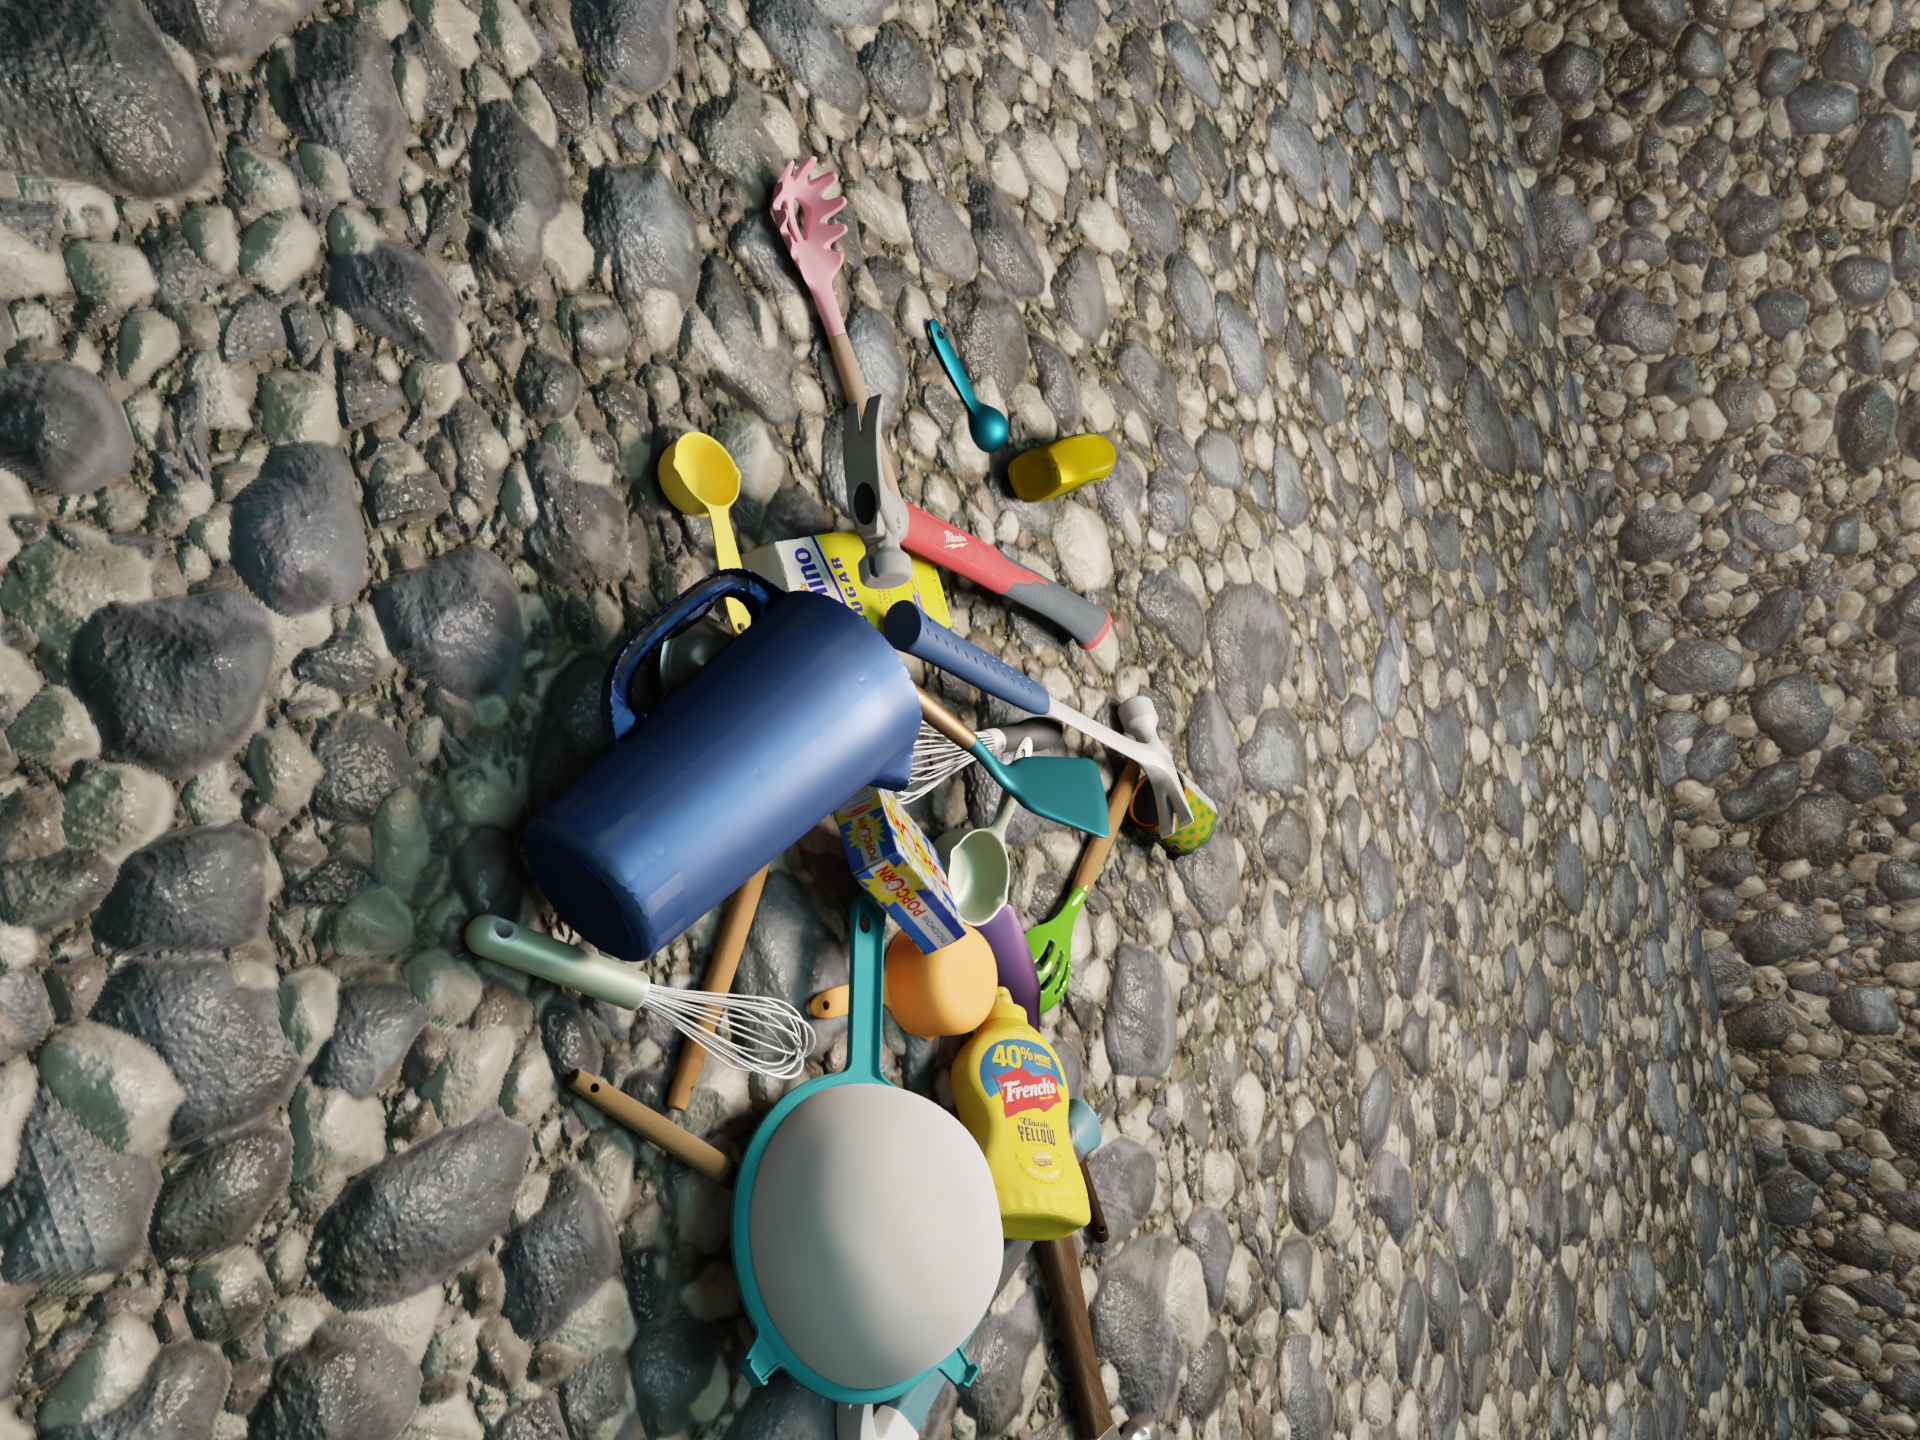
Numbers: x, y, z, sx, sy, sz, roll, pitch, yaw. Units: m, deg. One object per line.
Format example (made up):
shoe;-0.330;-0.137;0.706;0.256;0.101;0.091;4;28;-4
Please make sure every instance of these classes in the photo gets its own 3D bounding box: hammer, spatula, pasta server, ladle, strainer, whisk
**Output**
hammer;0.018;0.422;1.187;0.331;0.033;0.128;-51;118;-36
hammer;0.085;0.466;1.288;0.130;0.031;0.331;-17;94;-52
hammer;0.026;-0.137;1.298;0.386;0.038;0.143;19;60;-58
spatula;0.068;0.298;1.310;0.060;0.018;0.315;-25;106;-18
pasta server;-0.084;-0.277;1.246;0.060;0.040;0.316;-27;104;-38
hammer;0.075;-0.008;1.315;0.405;0.035;0.144;26;38;-50
ladle;-0.139;0.311;1.050;0.319;0.062;0.078;42;58;-29
spatula;-0.002;-0.004;1.183;0.317;0.044;0.082;38;33;-36
spatula;-0.134;0.111;1.089;0.081;0.041;0.323;86;18;-63
strainer;-0.040;0.271;1.061;0.210;0.095;0.341;21;58;-39
whisk;-0.193;0.171;0.984;0.246;0.059;0.058;29;33;-31
whisk;0.006;0.022;1.278;0.284;0.070;0.070;-8;88;-56
strainer;-0.202;0.004;1.037;0.258;0.050;0.086;-50;132;-40

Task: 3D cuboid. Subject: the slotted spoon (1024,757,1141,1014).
slotted spoon;0.112;0.132;1.403;0.070;0.031;0.314;53;44;-25

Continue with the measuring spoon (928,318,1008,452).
measuring spoon;0.009;-0.291;1.374;0.128;0.021;0.042;60;42;-24

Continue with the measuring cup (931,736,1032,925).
measuring cup;0.017;0.084;1.272;0.083;0.038;0.168;46;55;-40

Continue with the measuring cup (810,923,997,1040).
measuring cup;-0.037;0.198;1.181;0.173;0.052;0.095;-3;84;-53

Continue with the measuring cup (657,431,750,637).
measuring cup;-0.171;-0.121;1.092;0.062;0.029;0.156;-2;75;-52
